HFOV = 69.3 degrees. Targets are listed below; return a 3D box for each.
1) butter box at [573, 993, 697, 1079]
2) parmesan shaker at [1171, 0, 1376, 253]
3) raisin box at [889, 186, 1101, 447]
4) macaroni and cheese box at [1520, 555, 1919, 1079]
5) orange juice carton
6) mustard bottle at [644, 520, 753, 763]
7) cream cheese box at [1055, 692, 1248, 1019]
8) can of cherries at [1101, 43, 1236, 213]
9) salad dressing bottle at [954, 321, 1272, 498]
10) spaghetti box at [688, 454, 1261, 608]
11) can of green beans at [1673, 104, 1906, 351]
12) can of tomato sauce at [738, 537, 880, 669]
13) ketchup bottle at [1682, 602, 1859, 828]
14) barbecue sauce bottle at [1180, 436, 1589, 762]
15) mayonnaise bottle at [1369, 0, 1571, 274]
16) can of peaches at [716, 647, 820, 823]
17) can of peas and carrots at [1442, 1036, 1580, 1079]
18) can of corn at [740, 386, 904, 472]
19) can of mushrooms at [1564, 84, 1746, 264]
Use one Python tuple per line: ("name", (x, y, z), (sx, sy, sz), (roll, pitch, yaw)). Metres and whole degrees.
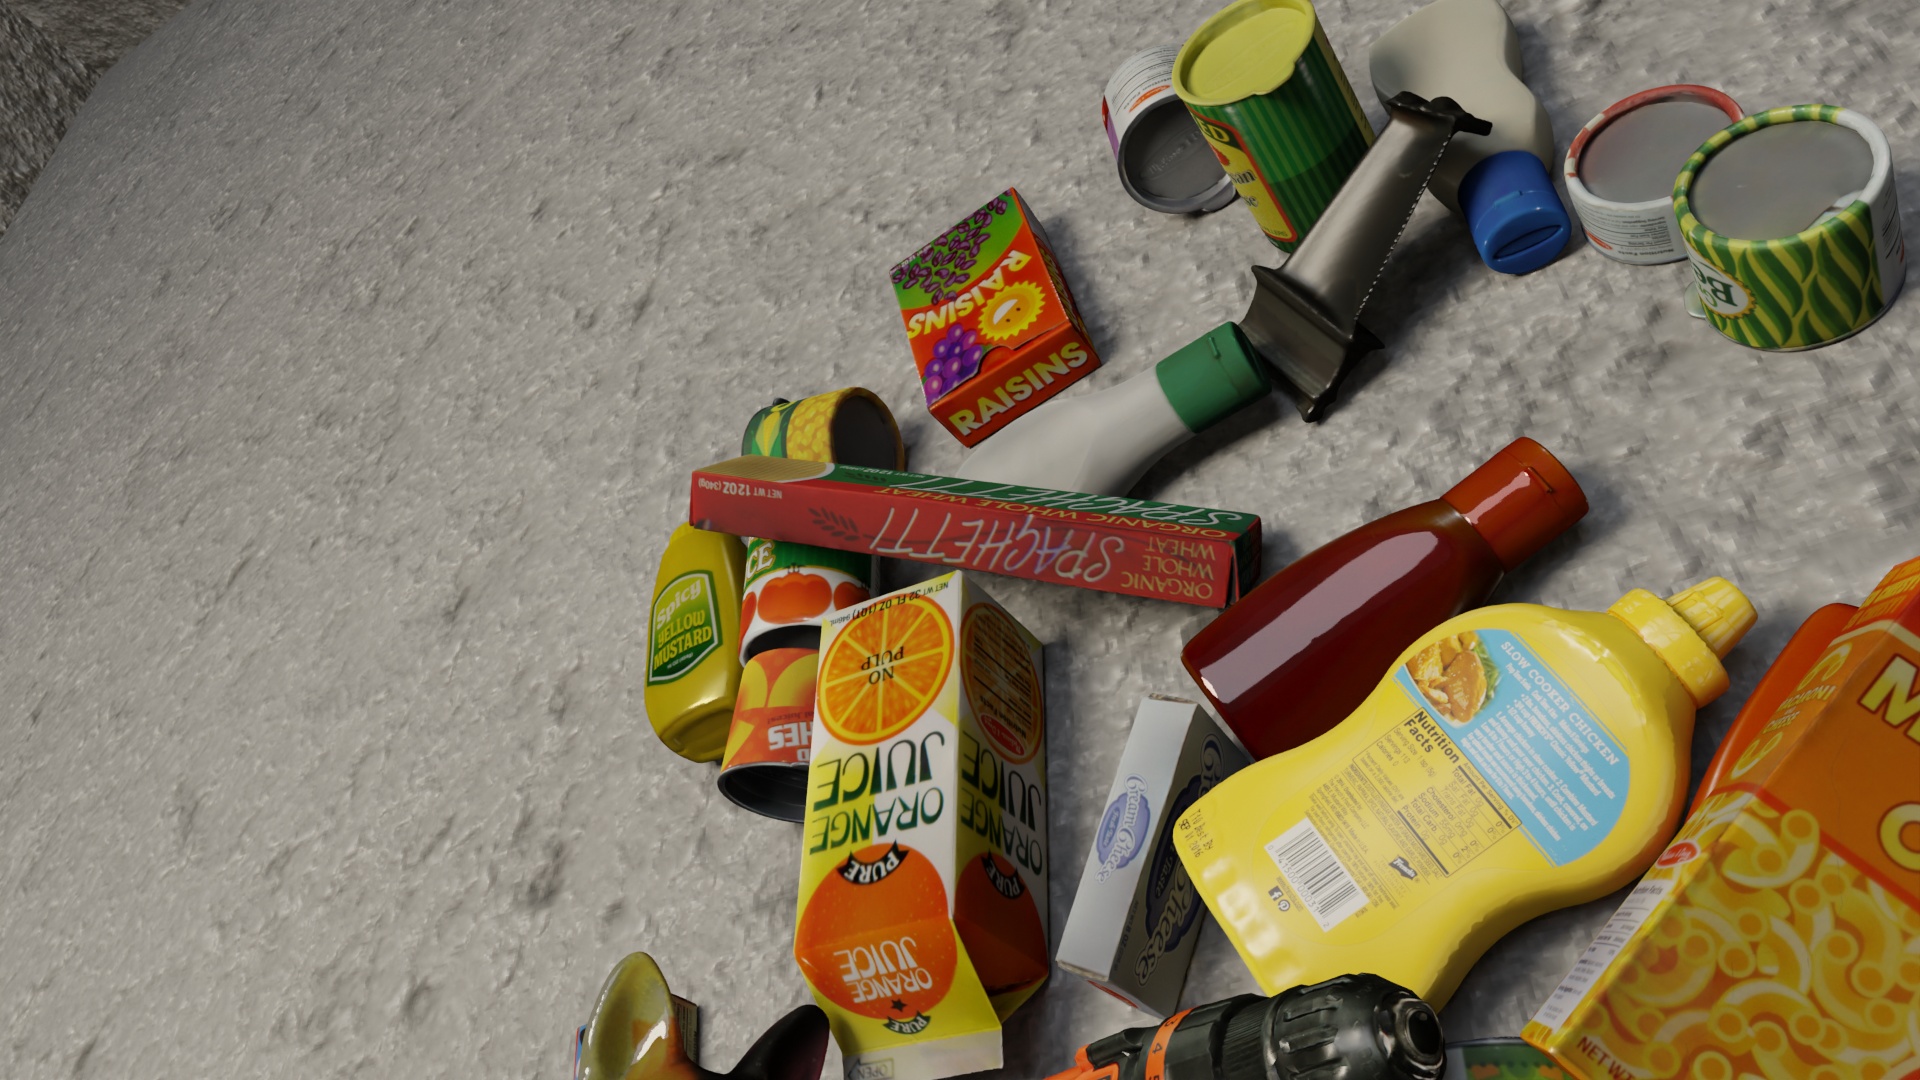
("butter box", (-0.138, 0.249, 0.585), (0.053, 0.024, 0.104), (-26, 46, 20))
("parmesan shaker", (0.149, -0.185, 0.629), (0.071, 0.103, 0.071), (-21, 48, 25))
("raisin box", (0.016, -0.119, 0.732), (0.086, 0.040, 0.124), (-30, 46, 16))
("macaroni and cheese box", (0.244, 0.102, 0.344), (0.124, 0.040, 0.166), (40, 86, 16))
("orange juice carton", (-0.013, 0.115, 0.551), (0.071, 0.073, 0.193), (-20, 49, 26))
("mustard bottle", (-0.132, 0.036, 0.722), (0.065, 0.048, 0.161), (-29, 45, 16))
("cream cheese box", (0.071, 0.113, 0.501), (0.024, 0.053, 0.104), (4, 62, 38))
("can of cherries", (0.109, -0.207, 0.705), (0.071, 0.071, 0.059), (-28, 39, 19))
("salad dressing bottle", (0.067, -0.045, 0.623), (0.147, 0.044, 0.064), (-30, 52, 23))
("spaghetti box", (0.002, -0.007, 0.597), (0.250, 0.050, 0.028), (8, 106, 22))
("can of green beans", (0.293, -0.110, 0.492), (0.071, 0.057, 0.071), (-21, 48, 25))
("can of tomato sauce", (-0.074, 0.022, 0.673), (0.071, 0.071, 0.083), (-22, 48, 25))
("ketchup bottle", (0.236, 0.092, 0.394), (0.065, 0.043, 0.149), (33, 83, 35))
("barbecue sauce bottle", (0.156, 0.021, 0.507), (0.148, 0.043, 0.065), (-38, 71, 7))
("mayonnaise bottle", (0.227, -0.180, 0.611), (0.064, 0.041, 0.149), (-24, 48, 24))
("can of peaches", (-0.069, 0.087, 0.621), (0.071, 0.071, 0.058), (-14, 51, 30))
("can of peas and carrots", (0.152, 0.177, 0.384), (0.071, 0.071, 0.059), (-20, 49, 26))
("can of corn", (-0.070, -0.045, 0.722), (0.058, 0.071, 0.071), (-10, 54, 32))
("can of mushrooms", (0.278, -0.147, 0.550), (0.071, 0.033, 0.071), (-21, 48, 26))
